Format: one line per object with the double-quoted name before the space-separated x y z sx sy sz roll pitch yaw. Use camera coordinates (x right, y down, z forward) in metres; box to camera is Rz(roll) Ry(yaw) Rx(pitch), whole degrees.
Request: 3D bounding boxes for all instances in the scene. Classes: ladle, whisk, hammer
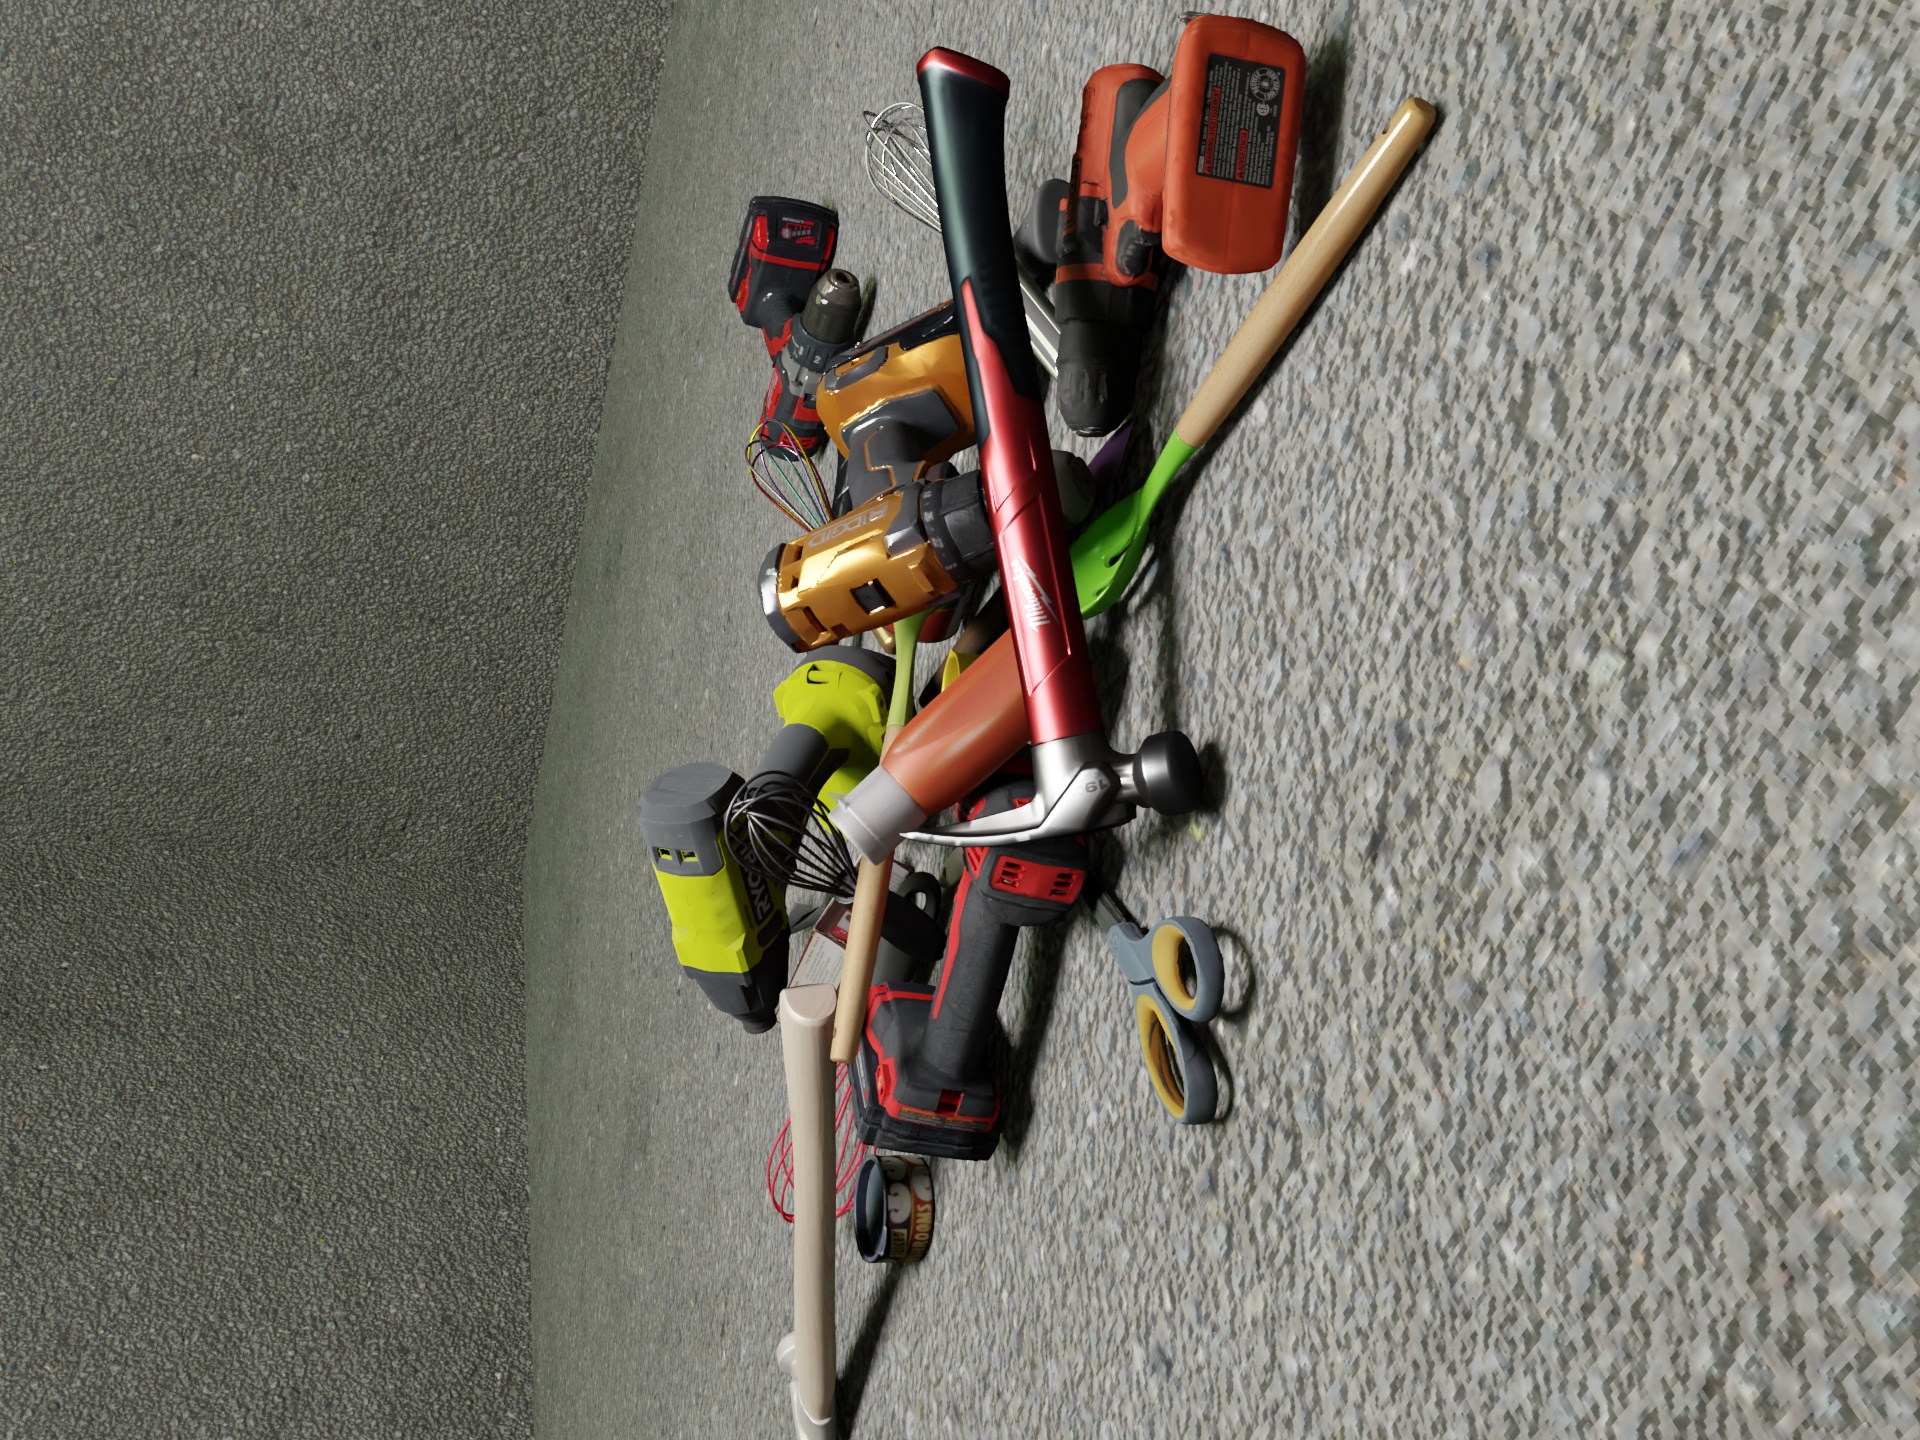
"ladle" -0.027 0.033 0.884 0.078 0.062 0.320 141 141 -62
"whisk" -0.062 0.092 0.913 0.055 0.238 0.055 -13 59 21
"whisk" -0.102 -0.138 1.192 0.245 0.047 0.051 57 180 30
"hammer" -0.111 -0.033 1.230 0.149 0.036 0.409 1 80 62
"hammer" 0.011 -0.133 0.760 0.143 0.038 0.386 -14 80 24
"whisk" -0.067 0.226 1.059 0.073 0.073 0.295 -120 44 -58
"whisk" 0.009 -0.272 0.911 0.058 0.059 0.247 -45 62 24
"hammer" -0.002 -0.236 1.045 0.334 0.035 0.146 134 137 -59
"hammer" -0.088 0.333 0.991 0.146 0.038 0.410 -117 24 -53

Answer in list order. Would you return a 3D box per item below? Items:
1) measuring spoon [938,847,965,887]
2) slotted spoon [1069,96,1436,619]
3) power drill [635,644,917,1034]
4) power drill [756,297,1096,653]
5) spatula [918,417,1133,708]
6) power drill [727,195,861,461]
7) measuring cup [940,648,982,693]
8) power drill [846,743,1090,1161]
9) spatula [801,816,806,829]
"measuring spoon" 0.002 0.077 0.968 0.124 0.018 0.034 128 143 -57
"slotted spoon" 0.115 -0.144 0.712 0.313 0.031 0.070 124 163 -49
"power drill" -0.102 0.067 0.971 0.223 0.080 0.171 -52 -43 -50
"power drill" -0.010 -0.146 0.882 0.185 0.084 0.226 -20 37 24
"spatula" 0.032 -0.078 0.931 0.315 0.018 0.060 -51 18 58
"power drill" -0.141 -0.366 1.400 0.187 0.080 0.227 119 147 -47
"measuring cup" -0.002 -0.003 1.007 0.156 0.029 0.062 131 141 -76
"power drill" 0.004 0.117 0.867 0.143 0.078 0.219 -109 34 -62
"spatula" -0.159 0.107 1.364 0.081 0.041 0.322 -109 32 -50
